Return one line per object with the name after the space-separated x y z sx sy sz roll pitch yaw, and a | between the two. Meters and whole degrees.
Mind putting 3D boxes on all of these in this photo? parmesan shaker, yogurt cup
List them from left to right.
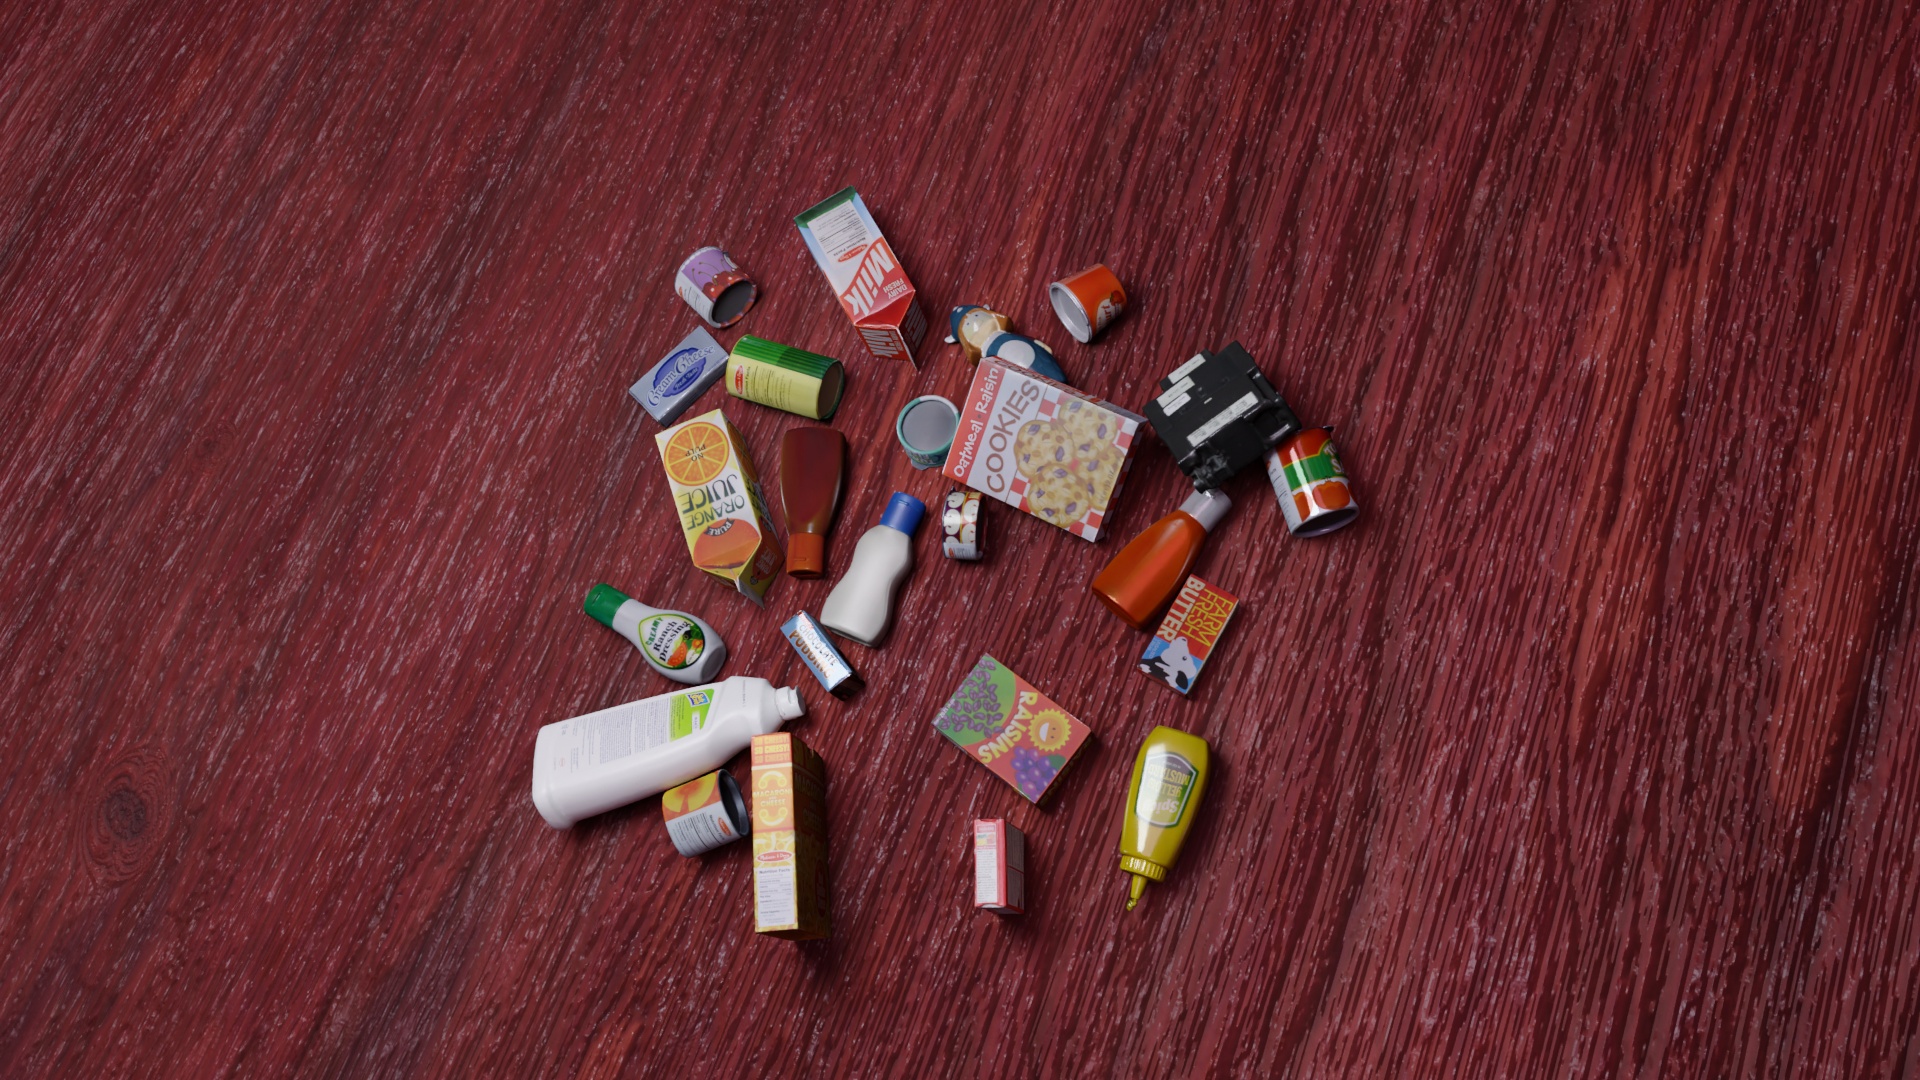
-0.177 -0.163 1.414 0.103 0.071 0.071 17 75 15 | parmesan shaker
0.129 -0.239 1.381 0.054 0.072 0.072 -34 68 -10 | yogurt cup

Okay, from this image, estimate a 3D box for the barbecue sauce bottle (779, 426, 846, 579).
-0.149 -0.037 1.374 0.065 0.043 0.149 -1 71 11 | barbecue sauce bottle

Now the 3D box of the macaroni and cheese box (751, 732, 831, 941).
-0.148 0.263 1.226 0.040 0.123 0.167 -7 70 6 | macaroni and cheese box

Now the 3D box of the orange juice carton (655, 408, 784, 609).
-0.232 -0.025 1.370 0.073 0.071 0.193 -23 68 3 | orange juice carton

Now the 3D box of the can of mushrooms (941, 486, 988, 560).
0.005 -0.017 1.324 0.033 0.071 0.071 4 72 12 | can of mushrooms

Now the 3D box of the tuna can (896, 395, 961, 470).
-0.030 -0.107 1.381 0.071 0.032 0.071 -3 70 10 | tuna can

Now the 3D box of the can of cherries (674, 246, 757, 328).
-0.255 -0.268 1.463 0.071 0.071 0.058 -45 69 -6 | can of cherries

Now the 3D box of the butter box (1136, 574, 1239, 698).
0.209 0.087 1.271 0.053 0.024 0.103 28 79 18 | butter box

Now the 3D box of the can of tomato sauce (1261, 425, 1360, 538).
0.324 -0.053 1.276 0.071 0.071 0.083 -17 70 5 | can of tomato sauce

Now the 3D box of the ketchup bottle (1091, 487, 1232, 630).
0.192 0.010 1.291 0.065 0.043 0.149 39 82 22 | ketchup bottle

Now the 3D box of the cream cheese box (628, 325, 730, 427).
-0.292 -0.172 1.459 0.104 0.024 0.053 -43 69 -6 | cream cheese box

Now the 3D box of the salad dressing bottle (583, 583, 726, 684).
-0.301 0.089 1.359 0.148 0.044 0.064 26 76 18 | salad dressing bottle

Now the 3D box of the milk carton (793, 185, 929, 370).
-0.093 -0.262 1.427 0.073 0.072 0.191 -29 67 0 | milk carton

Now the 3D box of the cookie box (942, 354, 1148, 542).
0.078 -0.089 1.323 0.167 0.040 0.122 25 108 18 | cookie box

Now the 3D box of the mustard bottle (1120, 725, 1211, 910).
0.173 0.245 1.210 0.065 0.048 0.160 14 74 17 | mustard bottle

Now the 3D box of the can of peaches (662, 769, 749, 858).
-0.234 0.251 1.279 0.058 0.071 0.071 -22 69 3 | can of peaches

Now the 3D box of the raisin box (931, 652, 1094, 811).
0.048 0.174 1.265 0.123 0.040 0.086 35 80 21 | raisin box

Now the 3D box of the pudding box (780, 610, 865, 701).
-0.130 0.109 1.316 0.030 0.049 0.084 -39 69 -2 | pudding box

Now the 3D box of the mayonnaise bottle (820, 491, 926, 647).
-0.078 0.026 1.340 0.065 0.041 0.148 21 75 15 | mayonnaise bottle
